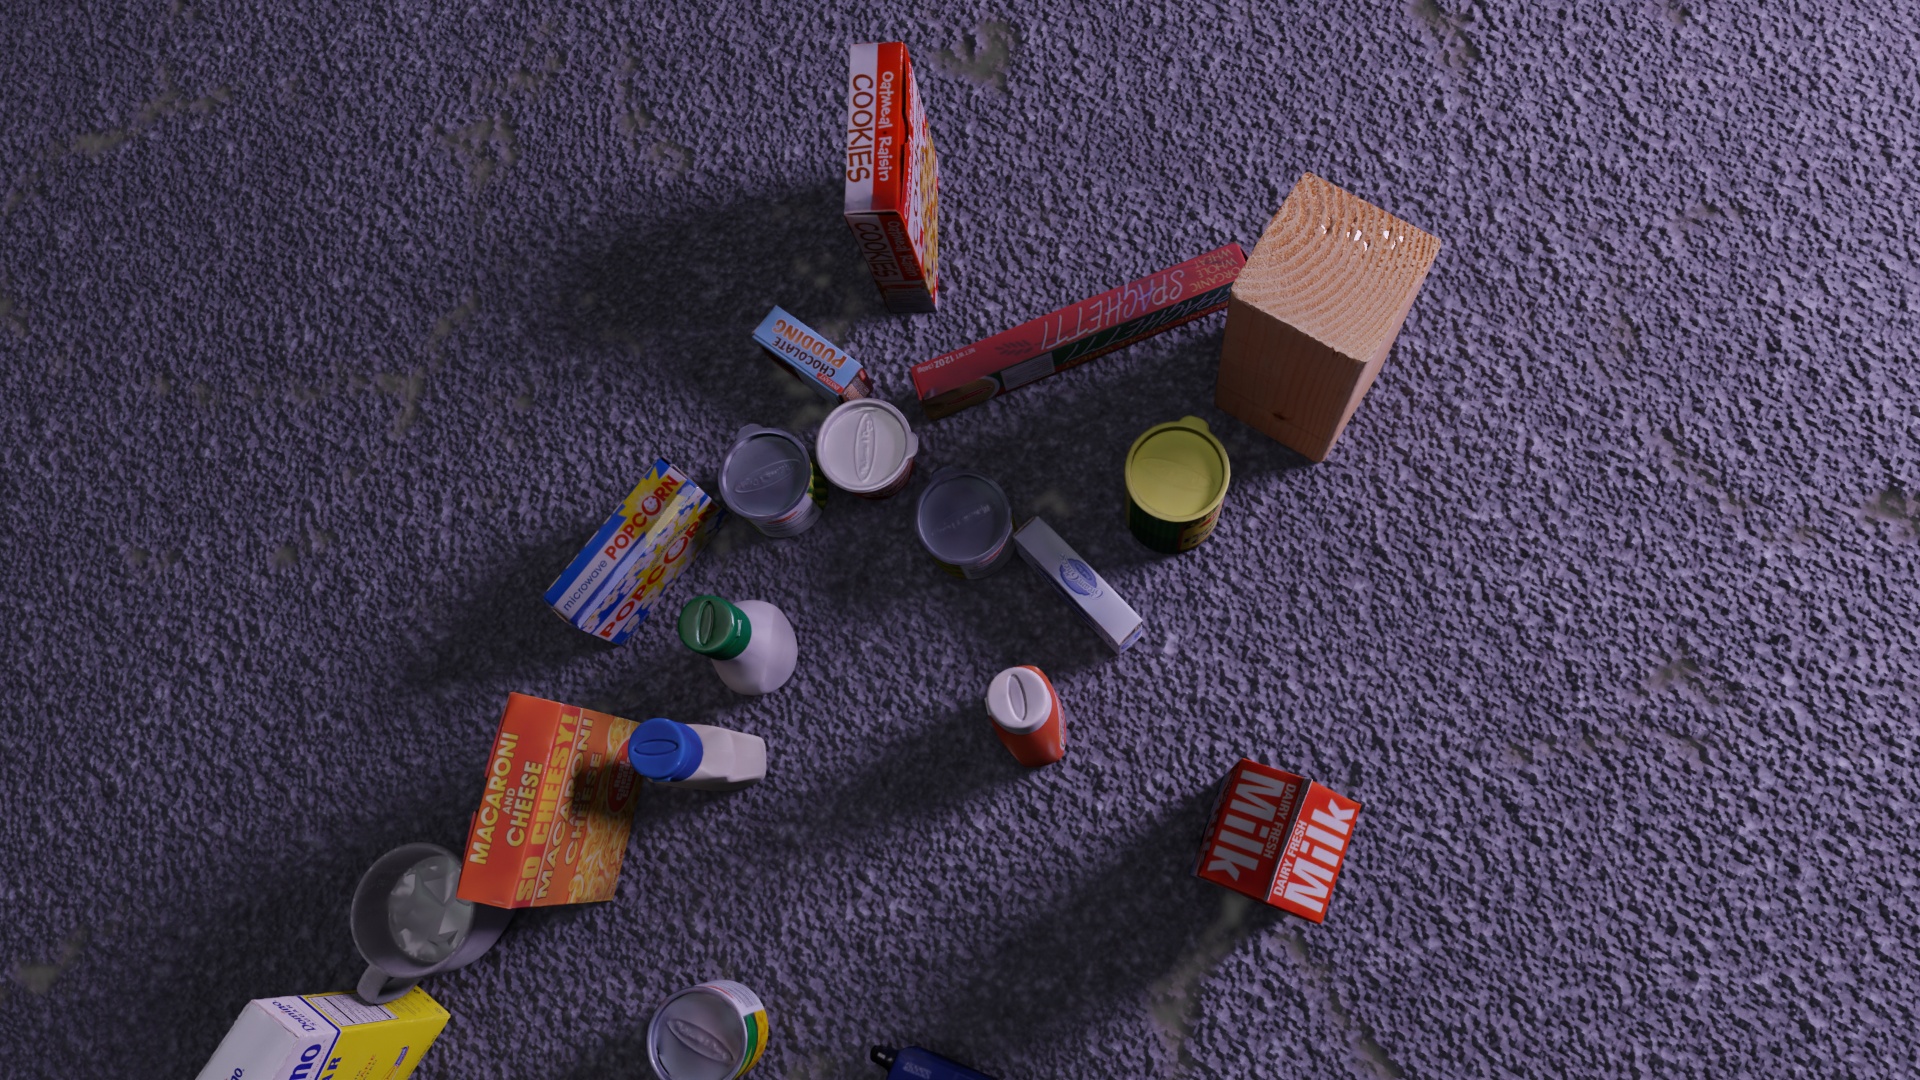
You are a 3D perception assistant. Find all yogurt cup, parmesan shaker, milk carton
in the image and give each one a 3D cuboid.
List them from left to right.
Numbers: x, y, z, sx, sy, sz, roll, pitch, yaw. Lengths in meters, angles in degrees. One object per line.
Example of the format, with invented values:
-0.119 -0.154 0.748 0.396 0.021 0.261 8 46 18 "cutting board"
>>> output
-0.064 -0.061 0.981 0.072 0.054 0.072 -2 77 7 "yogurt cup"
0.144 -0.035 0.924 0.071 0.103 0.071 -2 77 7 "parmesan shaker"
0.184 0.179 0.823 0.073 0.190 0.072 20 81 11 "milk carton"

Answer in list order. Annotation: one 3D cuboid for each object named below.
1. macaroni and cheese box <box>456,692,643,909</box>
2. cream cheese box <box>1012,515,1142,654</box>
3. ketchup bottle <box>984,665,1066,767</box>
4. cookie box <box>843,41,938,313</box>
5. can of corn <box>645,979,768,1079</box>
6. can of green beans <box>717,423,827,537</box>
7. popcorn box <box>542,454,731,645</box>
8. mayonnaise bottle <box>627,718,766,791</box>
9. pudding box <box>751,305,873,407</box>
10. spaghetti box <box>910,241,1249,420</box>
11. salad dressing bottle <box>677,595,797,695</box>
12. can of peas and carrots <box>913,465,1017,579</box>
-0.255 0.169 0.892 0.040 0.166 0.124 10 79 9 "macaroni and cheese box"
0.080 0.031 0.942 0.024 0.053 0.104 -43 76 -4 "cream cheese box"
0.041 0.108 0.879 0.043 0.148 0.065 -14 76 4 "ketchup bottle"
-0.044 -0.246 0.964 0.040 0.167 0.123 -1 77 7 "cookie box"
-0.164 0.323 0.900 0.071 0.058 0.071 -2 77 7 "can of corn"
-0.131 -0.040 0.982 0.071 0.057 0.071 -2 77 7 "can of green beans"
-0.223 0.010 0.967 0.038 0.085 0.127 37 84 13 "popcorn box"
-0.172 0.139 0.898 0.065 0.148 0.041 -5 77 6 "mayonnaise bottle"
-0.107 -0.129 1.005 0.084 0.049 0.030 36 84 13 "pudding box"
0.087 -0.147 0.985 0.250 0.050 0.029 -21 76 2 "spaghetti box"
-0.145 0.066 0.912 0.044 0.147 0.064 4 78 8 "salad dressing bottle"
0.003 -0.012 0.959 0.071 0.058 0.071 -2 77 7 "can of peas and carrots"
